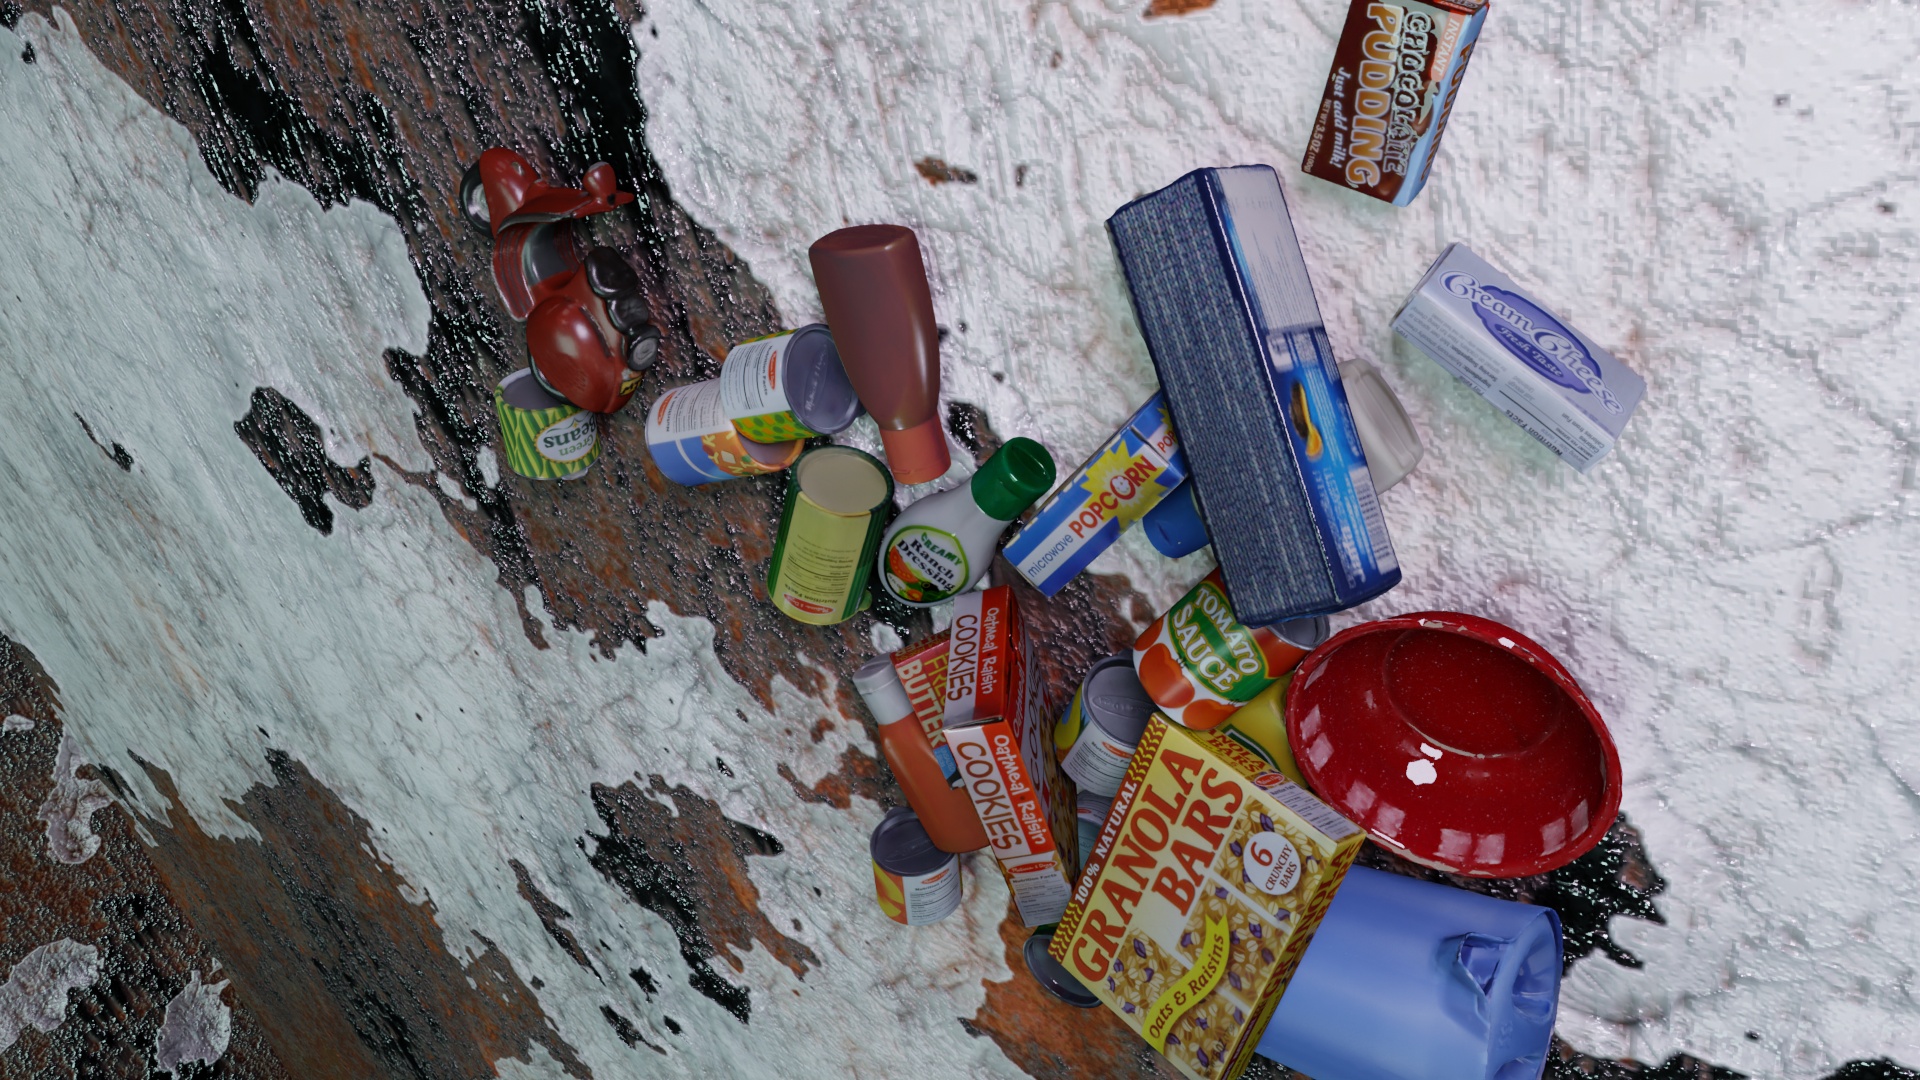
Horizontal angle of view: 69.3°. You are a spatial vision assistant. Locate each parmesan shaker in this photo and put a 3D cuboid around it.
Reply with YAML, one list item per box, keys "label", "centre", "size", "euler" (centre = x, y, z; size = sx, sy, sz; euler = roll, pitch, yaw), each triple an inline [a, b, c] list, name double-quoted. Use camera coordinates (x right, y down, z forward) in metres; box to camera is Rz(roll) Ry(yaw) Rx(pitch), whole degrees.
- label: "parmesan shaker"
  centre: [-0.081, -0.003, 0.888]
  size: [0.071, 0.072, 0.102]
  euler: [34, 135, 14]

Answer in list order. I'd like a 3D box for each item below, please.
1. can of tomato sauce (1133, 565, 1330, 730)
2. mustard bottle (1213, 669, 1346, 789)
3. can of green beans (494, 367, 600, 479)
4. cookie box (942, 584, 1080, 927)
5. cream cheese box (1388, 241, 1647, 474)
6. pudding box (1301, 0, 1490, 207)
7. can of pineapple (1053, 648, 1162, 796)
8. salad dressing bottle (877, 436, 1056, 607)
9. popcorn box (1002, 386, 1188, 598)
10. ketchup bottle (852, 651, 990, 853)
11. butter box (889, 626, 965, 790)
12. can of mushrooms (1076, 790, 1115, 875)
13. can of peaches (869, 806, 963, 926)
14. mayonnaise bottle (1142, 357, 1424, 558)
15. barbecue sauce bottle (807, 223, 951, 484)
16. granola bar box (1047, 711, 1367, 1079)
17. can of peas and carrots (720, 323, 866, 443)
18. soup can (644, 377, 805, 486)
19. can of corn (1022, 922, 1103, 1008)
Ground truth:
- label: "can of tomato sauce"
  centre: [0.141, 0.053, 0.735]
  size: [0.071, 0.071, 0.082]
  euler: [45, 125, 2]
- label: "mustard bottle"
  centre: [0.156, 0.134, 0.812]
  size: [0.065, 0.049, 0.159]
  euler: [48, 138, 7]
- label: "can of green beans"
  centre: [-0.295, -0.085, 0.996]
  size: [0.071, 0.071, 0.057]
  euler: [22, 132, 24]
- label: "cookie box"
  centre: [0.035, 0.129, 0.838]
  size: [0.040, 0.123, 0.166]
  euler: [-13, 123, 11]
- label: "cream cheese box"
  centre: [0.235, -0.078, 0.586]
  size: [0.104, 0.054, 0.024]
  euler: [40, 139, 8]
- label: "pudding box"
  centre: [0.177, -0.185, 0.570]
  size: [0.050, 0.030, 0.083]
  euler: [27, 134, 19]
- label: "can of pineapple"
  centre: [0.095, 0.110, 0.832]
  size: [0.071, 0.071, 0.057]
  euler: [36, 138, 11]
- label: "salad dressing bottle"
  centre: [0.003, -0.010, 0.830]
  size: [0.064, 0.044, 0.147]
  euler: [42, 138, -4]
- label: "popcorn box"
  centre: [0.083, -0.033, 0.718]
  size: [0.038, 0.085, 0.126]
  euler: [45, 137, 1]
- label: "ketchup bottle"
  centre: [-0.025, 0.149, 0.972]
  size: [0.064, 0.044, 0.148]
  euler: [-14, 111, 43]
- label: "butter box"
  centre: [-0.003, 0.110, 0.919]
  size: [0.024, 0.053, 0.103]
  euler: [-121, 7, -69]
- label: "can of mushrooms"
  centre: [0.095, 0.202, 0.924]
  size: [0.071, 0.034, 0.070]
  euler: [20, 131, 25]
- label: "can of peaches"
  centre: [-0.033, 0.242, 1.034]
  size: [0.071, 0.071, 0.057]
  euler: [17, 131, 28]
- label: "mayonnaise bottle"
  centre: [0.153, -0.032, 0.694]
  size: [0.147, 0.041, 0.064]
  euler: [-32, 91, 46]
- label: "barbecue sauce bottle"
  centre: [-0.039, -0.104, 0.794]
  size: [0.065, 0.044, 0.148]
  euler: [8, 126, 35]
- label: "granola bar box"
  centre: [0.130, 0.194, 0.760]
  size: [0.124, 0.039, 0.165]
  euler: [34, 113, 35]
- label: "can of peas and carrots"
  centre: [-0.100, -0.093, 0.836]
  size: [0.058, 0.071, 0.070]
  euler: [-4, 118, 41]
- label: "soup can"
  centre: [-0.148, -0.070, 0.891]
  size: [0.083, 0.072, 0.071]
  euler: [-6, 117, 41]
- label: "can of corn"
  centre: [0.088, 0.280, 0.969]
  size: [0.071, 0.058, 0.070]
  euler: [21, 132, 26]
